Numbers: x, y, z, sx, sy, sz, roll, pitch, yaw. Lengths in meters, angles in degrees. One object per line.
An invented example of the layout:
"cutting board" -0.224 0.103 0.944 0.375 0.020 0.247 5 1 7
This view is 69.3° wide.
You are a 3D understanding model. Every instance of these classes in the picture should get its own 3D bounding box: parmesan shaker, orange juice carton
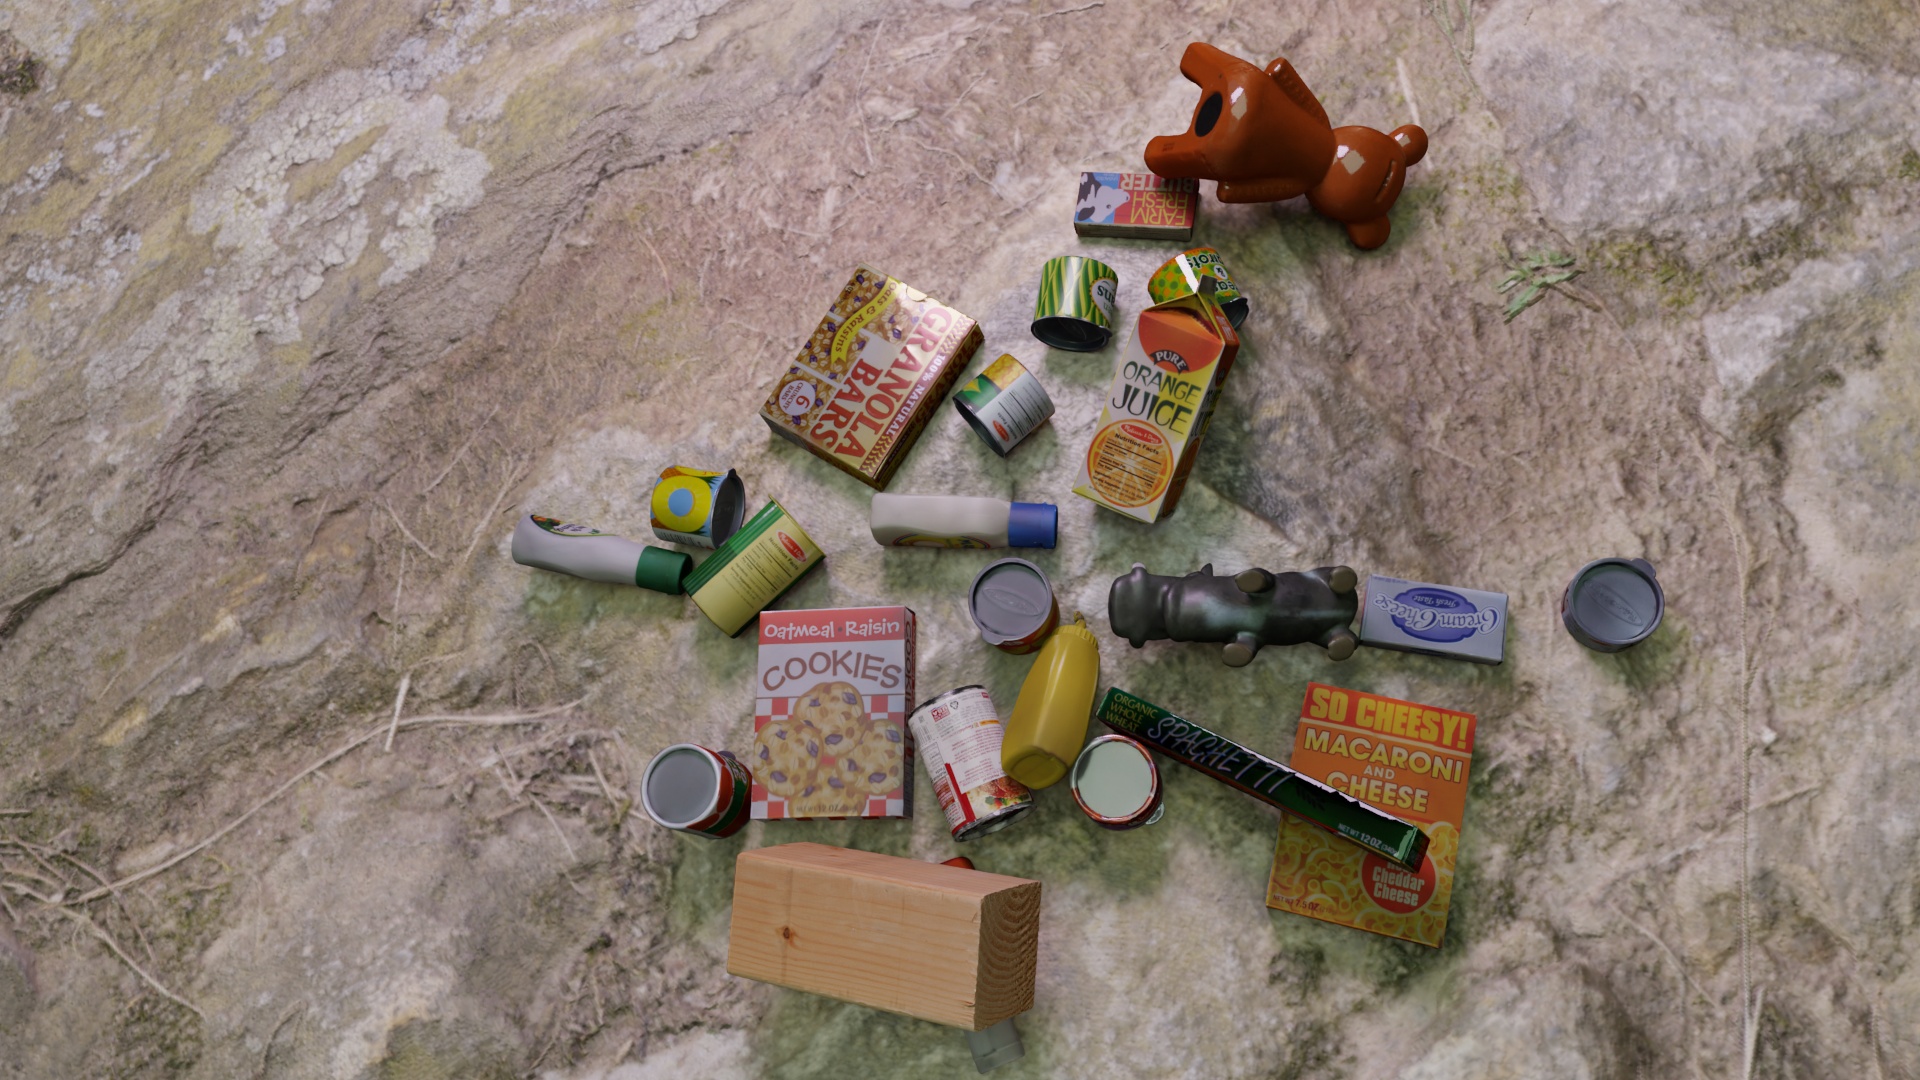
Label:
"parmesan shaker" -0.172 0.021 1.144 0.103 0.071 0.071 -42 70 -3
"orange juice carton" 0.160 -0.115 1.085 0.073 0.072 0.192 24 103 17

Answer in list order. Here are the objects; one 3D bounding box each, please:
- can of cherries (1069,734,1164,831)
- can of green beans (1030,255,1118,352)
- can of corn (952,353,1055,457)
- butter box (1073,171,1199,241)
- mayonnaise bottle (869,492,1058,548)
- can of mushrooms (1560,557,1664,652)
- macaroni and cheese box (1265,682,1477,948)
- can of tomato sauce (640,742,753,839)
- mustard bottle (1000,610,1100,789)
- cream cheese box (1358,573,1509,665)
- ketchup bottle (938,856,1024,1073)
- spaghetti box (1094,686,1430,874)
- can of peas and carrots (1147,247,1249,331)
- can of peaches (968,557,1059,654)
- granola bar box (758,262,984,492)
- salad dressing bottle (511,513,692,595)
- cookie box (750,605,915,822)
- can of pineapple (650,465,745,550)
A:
"can of cherries" 0.120 0.183 1.041 0.071 0.058 0.071 -3 72 10
"can of green beans" 0.096 -0.198 1.165 0.071 0.071 0.058 8 74 13
"can of corn" 0.035 -0.113 1.151 0.058 0.071 0.071 -41 70 -4
"butter box" 0.153 -0.290 1.206 0.103 0.024 0.053 5 74 13
"mayonnaise bottle" 0.004 -0.014 1.127 0.148 0.064 0.041 3 76 8
"can of mushrooms" 0.484 0.047 1.029 0.071 0.033 0.071 -3 72 10
"macaroni and cheese box" 0.299 0.198 1.012 0.124 0.040 0.167 11 75 14
"can of tomato sauce" -0.203 0.195 1.086 0.071 0.083 0.071 -3 73 10
"mustard bottle" 0.077 0.112 1.060 0.049 0.065 0.161 35 47 -12
"cream cheese box" 0.358 0.060 1.053 0.104 0.024 0.053 9 75 13
"ketchup bottle" 0.004 0.314 1.028 0.064 0.043 0.149 -26 69 11
"spaghetti box" 0.211 0.169 0.998 0.250 0.050 0.029 23 81 33
"can of peas and carrots" 0.197 -0.201 1.145 0.071 0.071 0.059 -24 69 3
"can of peaches" 0.042 0.055 1.098 0.071 0.058 0.071 -3 73 10
"granola bar box" -0.076 -0.142 1.194 0.124 0.039 0.166 30 80 18
"salad dressing bottle" -0.303 0.014 1.178 0.148 0.064 0.044 12 94 6
"cookie box" -0.100 0.138 1.108 0.123 0.040 0.168 -3 73 10
"can of pineapple" -0.221 -0.029 1.170 0.058 0.071 0.071 9 75 14
